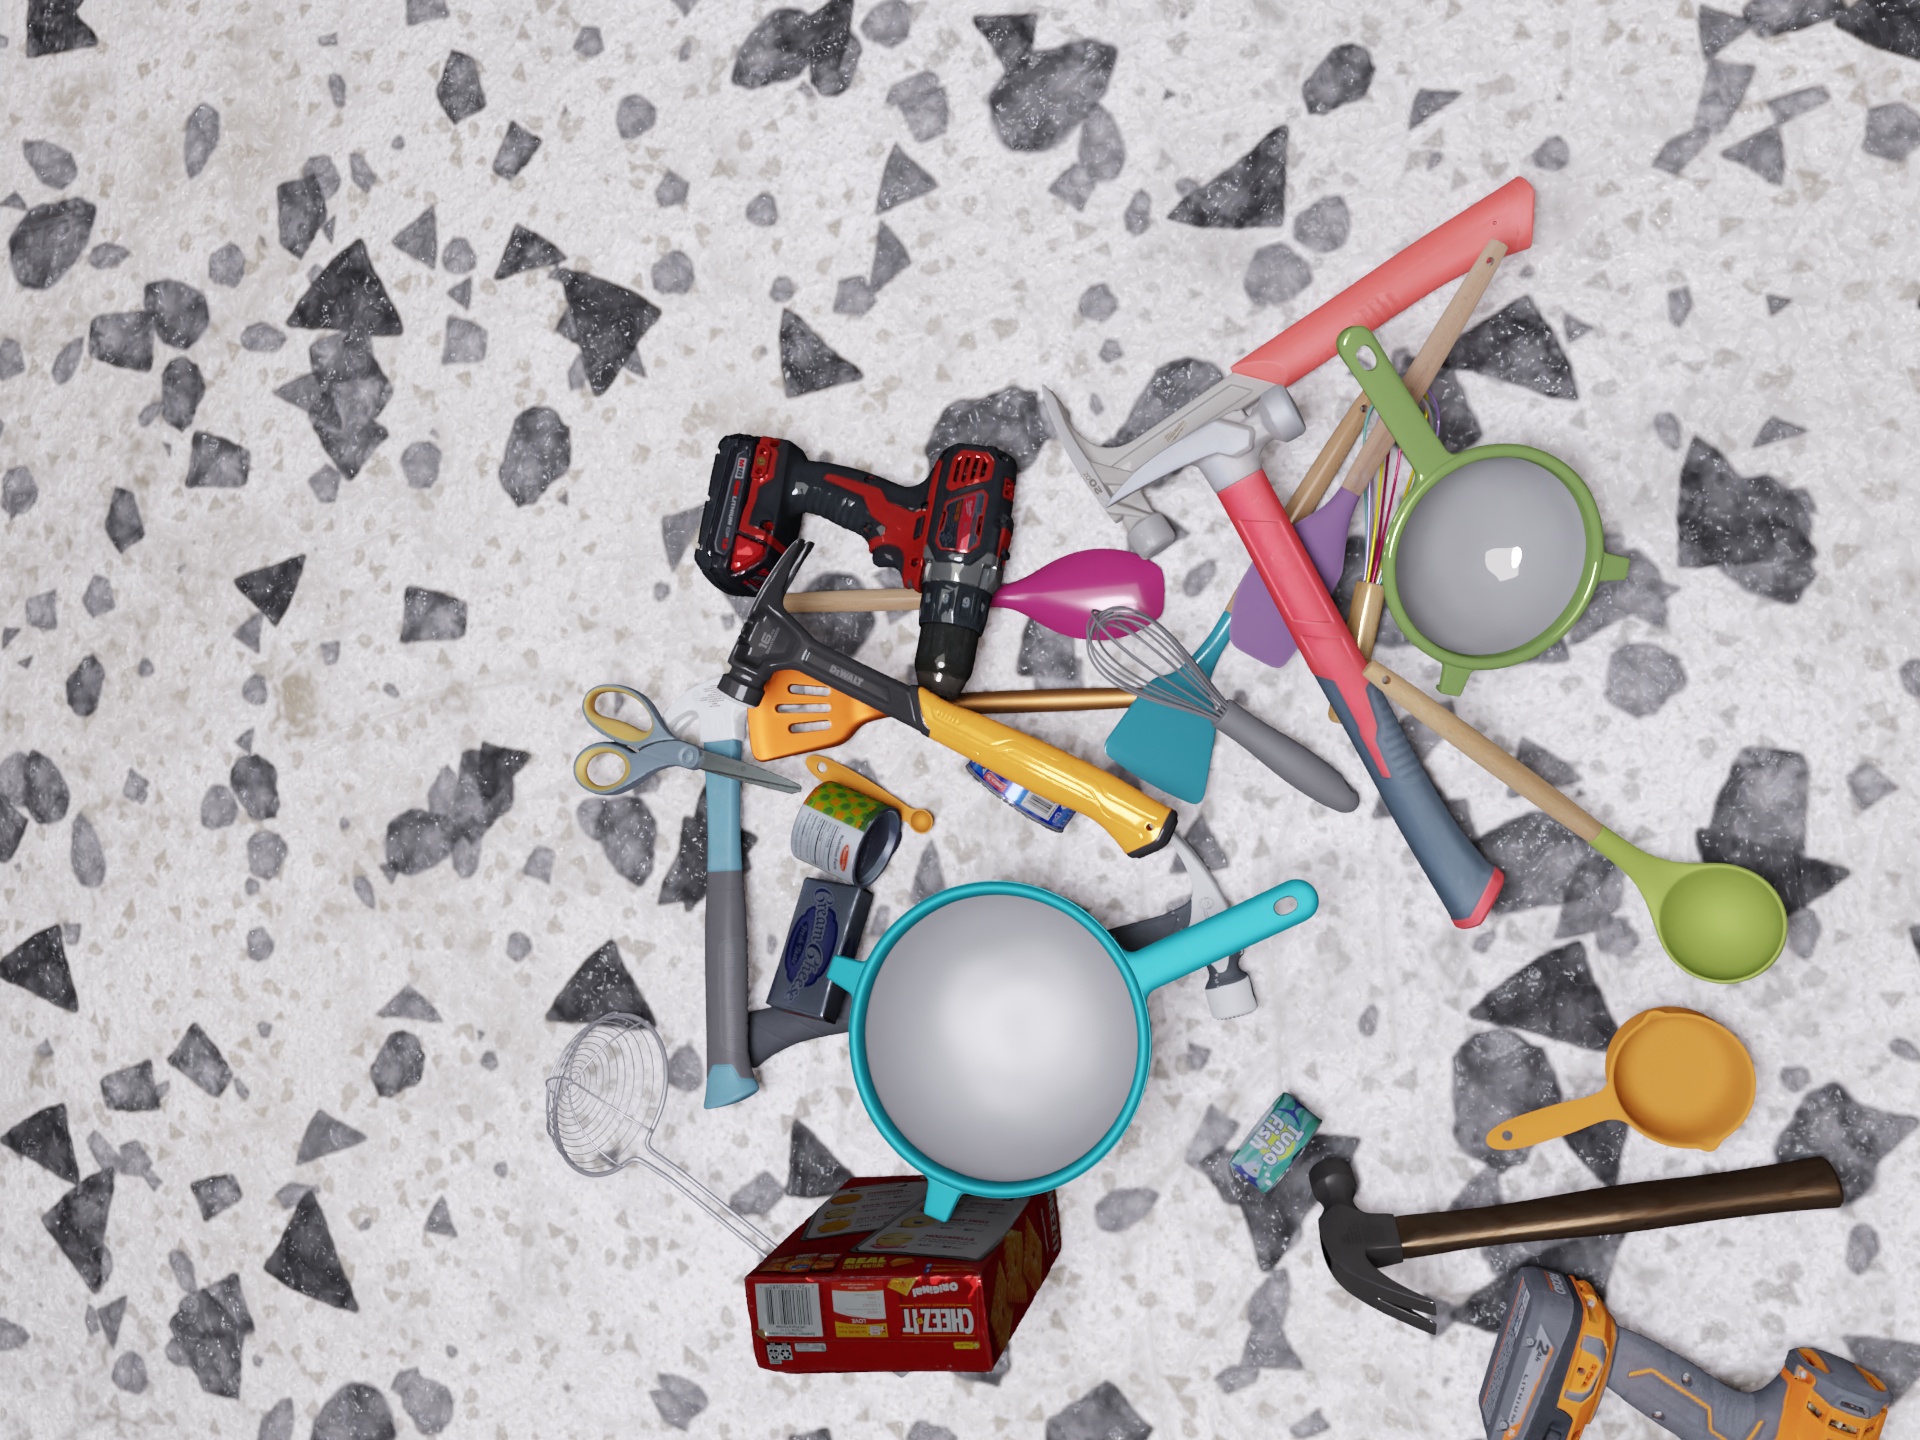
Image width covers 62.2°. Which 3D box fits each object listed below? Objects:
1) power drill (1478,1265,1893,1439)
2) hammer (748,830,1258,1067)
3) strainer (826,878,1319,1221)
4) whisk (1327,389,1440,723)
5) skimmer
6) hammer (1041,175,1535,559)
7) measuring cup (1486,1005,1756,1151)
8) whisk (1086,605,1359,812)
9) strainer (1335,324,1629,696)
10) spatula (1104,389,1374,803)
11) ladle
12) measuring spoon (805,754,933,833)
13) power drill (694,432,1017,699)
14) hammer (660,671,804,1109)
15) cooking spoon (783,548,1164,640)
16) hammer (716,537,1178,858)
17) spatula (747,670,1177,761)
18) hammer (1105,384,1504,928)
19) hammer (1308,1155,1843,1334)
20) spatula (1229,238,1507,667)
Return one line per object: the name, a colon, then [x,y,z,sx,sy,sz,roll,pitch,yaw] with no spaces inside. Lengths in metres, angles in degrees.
power drill: [0.464,0.468,1.038,0.226,0.084,0.164,16,95,11]
hammer: [0.006,0.190,1.190,0.409,0.036,0.149,-16,84,15]
strainer: [0.091,0.190,1.100,0.340,0.095,0.211,-27,77,10]
whisk: [0.289,-0.118,1.110,0.051,0.047,0.245,13,96,14]
skimmer: [-0.176,0.374,1.243,0.363,0.090,0.127,39,96,2]
hammer: [0.238,-0.272,1.128,0.359,0.036,0.149,-33,81,13]
measuring cup: [0.435,0.249,1.061,0.173,0.052,0.095,-24,84,16]
whisk: [0.183,-0.004,1.102,0.239,0.055,0.055,34,99,-10]
strainer: [0.316,-0.154,1.057,0.151,0.069,0.256,-36,104,4]
spatula: [0.212,-0.095,1.130,0.082,0.044,0.317,30,96,-7]
ladle: [0.396,0.060,1.036,0.320,0.062,0.078,36,96,-1]
measuring spoon: [-0.070,0.055,1.226,0.117,0.011,0.021,27,107,18]
power drill: [-0.077,-0.119,1.182,0.227,0.080,0.188,8,82,14]
hammer: [-0.180,0.130,1.226,0.128,0.033,0.331,-5,81,17]
cooking spoon: [-0.005,-0.092,1.203,0.319,0.017,0.069,-1,87,15]
hammer: [-0.002,-0.004,1.103,0.337,0.034,0.127,27,95,12]
spatula: [-0.001,-0.013,1.188,0.322,0.041,0.081,-2,86,14]
hammer: [0.247,-0.025,1.086,0.143,0.038,0.386,-28,93,19]
hammer: [0.406,0.329,1.051,0.331,0.130,0.031,-10,121,8]
spatula: [0.276,-0.179,1.077,0.060,0.018,0.316,30,106,0]
